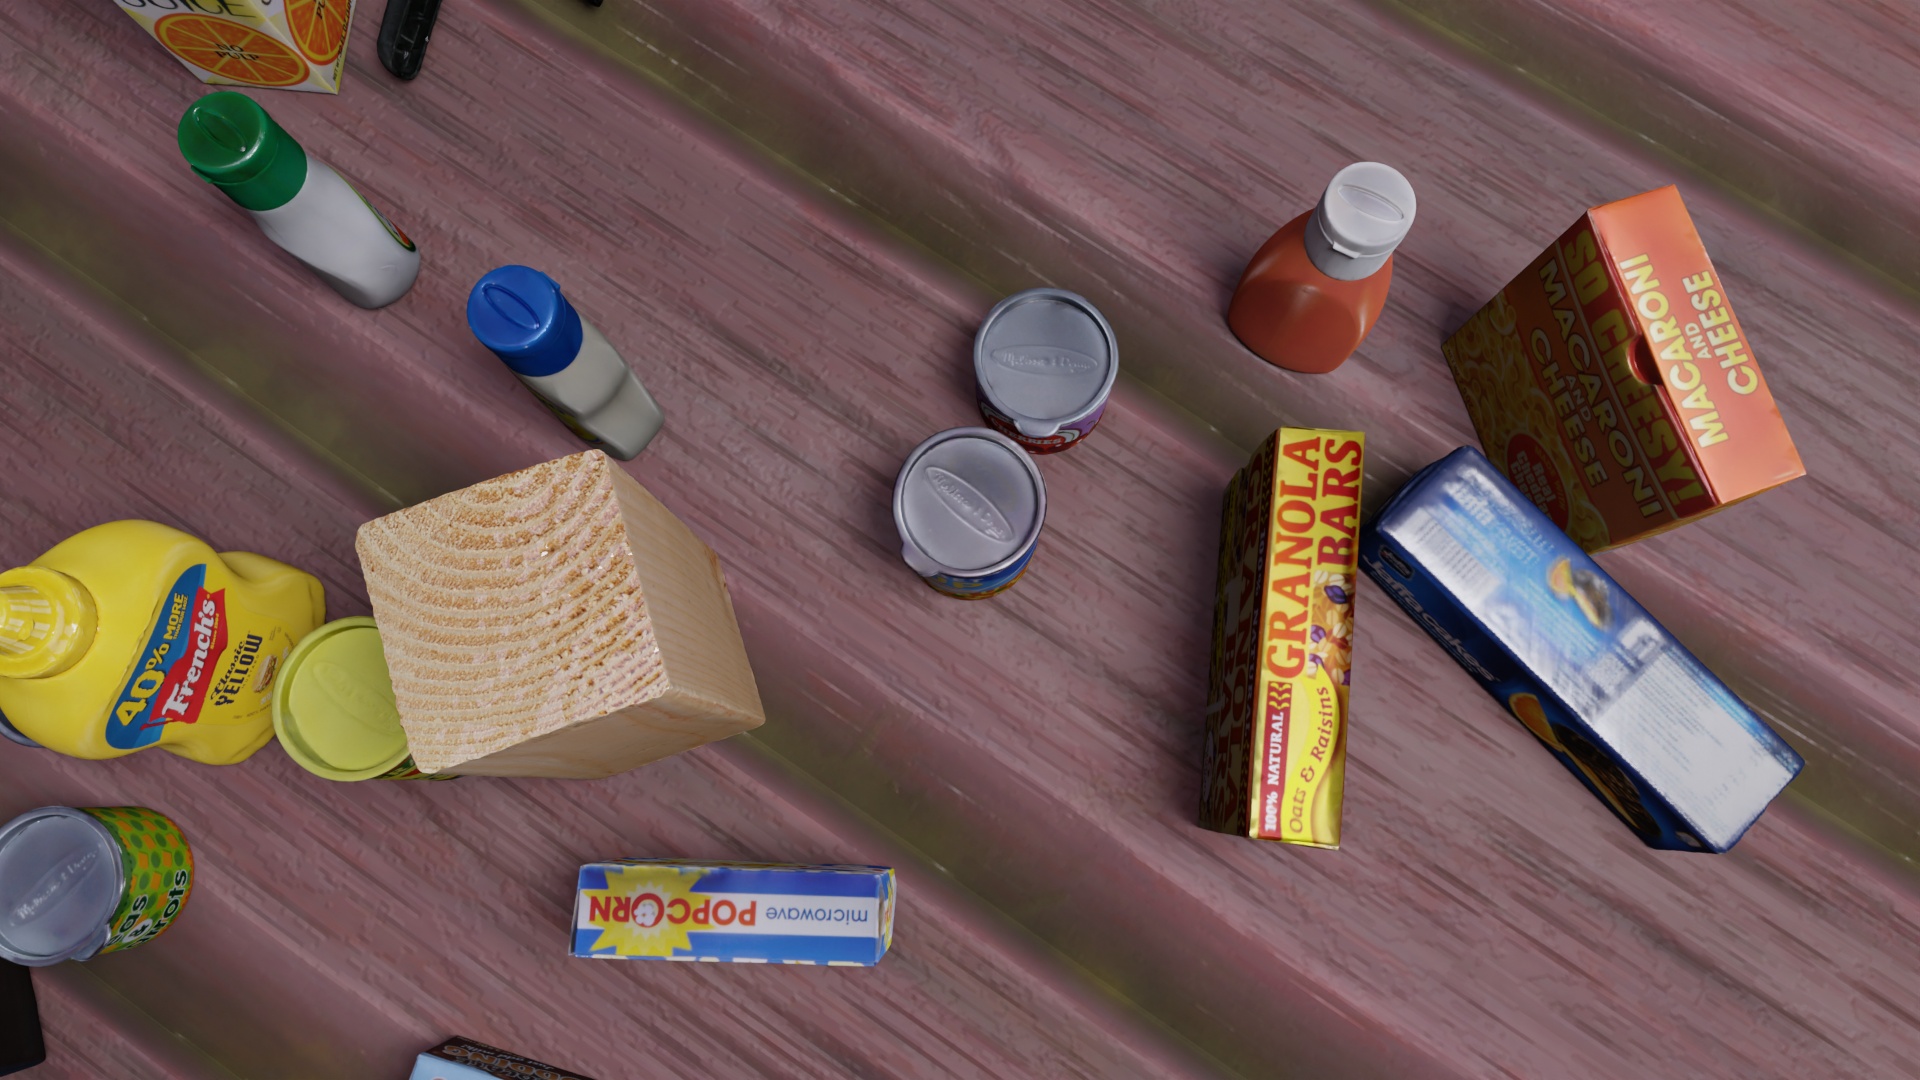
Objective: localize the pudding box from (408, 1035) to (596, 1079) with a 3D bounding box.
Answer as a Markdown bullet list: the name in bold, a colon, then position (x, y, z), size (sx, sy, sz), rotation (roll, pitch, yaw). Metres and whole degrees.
- **pudding box**: position (-0.194, 0.245, 0.602), size (0.084, 0.049, 0.030), rotation (16, 80, 4)

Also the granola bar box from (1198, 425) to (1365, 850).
- **granola bar box**: position (0.135, 0.046, 0.599), size (0.039, 0.124, 0.166), rotation (6, 80, 2)

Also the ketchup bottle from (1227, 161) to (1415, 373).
- **ketchup bottle**: position (0.162, -0.119, 0.618), size (0.065, 0.148, 0.043), rotation (27, 81, 5)

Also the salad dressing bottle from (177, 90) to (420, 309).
- **salad dressing bottle**: position (-0.296, -0.151, 0.629), size (0.064, 0.147, 0.044), rotation (38, 82, 7)

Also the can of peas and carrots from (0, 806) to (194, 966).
- **can of peas and carrots**: position (-0.386, 0.153, 0.617), size (0.071, 0.058, 0.071), rotation (0, 79, 1)

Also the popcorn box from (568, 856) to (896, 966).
- **popcorn box**: position (-0.093, 0.159, 0.600), size (0.127, 0.085, 0.038), rotation (2, 80, 1)

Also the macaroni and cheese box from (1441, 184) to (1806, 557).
- **macaroni and cheese box**: position (0.273, -0.059, 0.597), size (0.040, 0.166, 0.124), rotation (-18, 80, -3)

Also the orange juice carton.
- **orange juice carton**: position (-0.354, -0.284, 0.632), size (0.073, 0.192, 0.072), rotation (5, 80, 2)

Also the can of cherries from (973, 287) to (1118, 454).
- **can of cherries**: position (0.038, -0.076, 0.657), size (0.071, 0.058, 0.071), rotation (0, 79, 1)

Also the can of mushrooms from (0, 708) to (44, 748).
- **can of mushrooms**: position (-0.413, 0.066, 0.646), size (0.071, 0.033, 0.071), rotation (0, 79, 1)

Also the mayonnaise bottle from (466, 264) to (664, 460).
- **mayonnaise bottle**: position (-0.175, -0.078, 0.614), size (0.065, 0.148, 0.041), rotation (37, 82, 7)

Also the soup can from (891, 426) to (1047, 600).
- **soup can**: position (0.002, -0.008, 0.631), size (0.071, 0.083, 0.071), rotation (0, 80, 1)

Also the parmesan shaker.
- **parmesan shaker**: position (-0.242, 0.070, 0.609), size (0.071, 0.103, 0.071), rotation (0, 80, 1)
